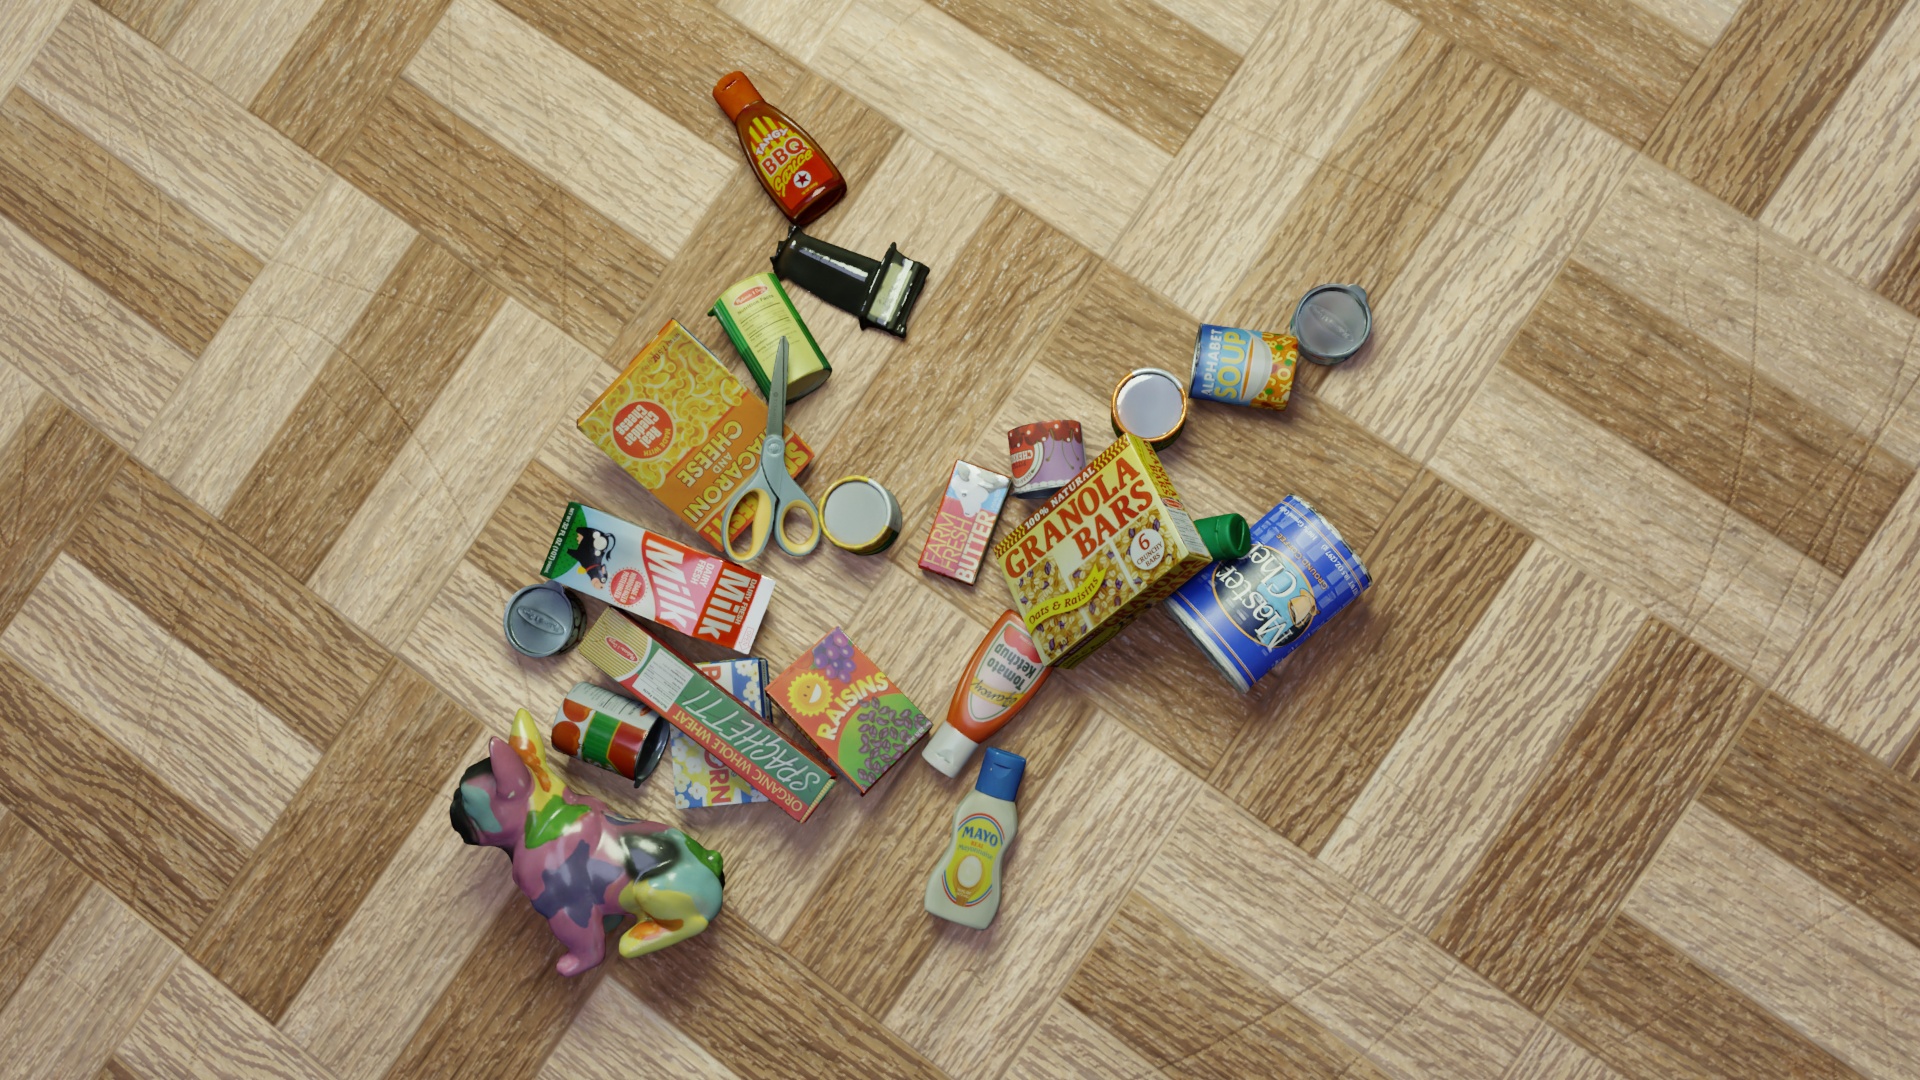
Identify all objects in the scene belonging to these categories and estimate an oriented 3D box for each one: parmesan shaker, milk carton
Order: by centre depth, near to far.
[{"bbox_3d":[-0.261,0.034,1.224,0.191,0.073,0.072,20,87,7],"label":"milk carton"},{"bbox_3d":[-0.170,-0.177,1.239,0.071,0.071,0.103,-32,83,3],"label":"parmesan shaker"}]

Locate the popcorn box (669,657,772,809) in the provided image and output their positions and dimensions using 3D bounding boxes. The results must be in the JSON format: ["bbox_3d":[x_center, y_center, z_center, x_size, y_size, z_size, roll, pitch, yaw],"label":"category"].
[{"bbox_3d":[-0.210,0.170,1.224,0.085,0.038,0.126,-6,84,5],"label":"popcorn box"}]

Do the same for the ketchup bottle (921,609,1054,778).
[{"bbox_3d":[0.024,0.135,1.200,0.065,0.043,0.149,36,90,2],"label":"ketchup bottle"}]

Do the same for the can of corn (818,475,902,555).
[{"bbox_3d":[-0.090,-0.020,1.219,0.071,0.058,0.071,-1,84,6],"label":"can of corn"}]

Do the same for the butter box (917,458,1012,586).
[{"bbox_3d":[0.004,-0.015,1.226,0.053,0.024,0.103,20,87,7],"label":"butter box"}]

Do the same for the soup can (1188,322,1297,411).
[{"bbox_3d":[0.242,-0.149,1.191,0.084,0.071,0.071,9,86,7],"label":"soup can"}]

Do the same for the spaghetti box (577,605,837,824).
[{"bbox_3d":[-0.216,0.149,1.191,0.250,0.028,0.050,36,89,8],"label":"spaghetti box"}]

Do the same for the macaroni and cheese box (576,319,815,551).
[{"bbox_3d":[-0.230,-0.090,1.213,0.123,0.040,0.166,-46,112,1],"label":"macaroni and cheese box"}]

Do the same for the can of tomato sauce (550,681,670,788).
[{"bbox_3d":[-0.307,0.170,1.220,0.083,0.071,0.071,19,87,8],"label":"can of tomato sauce"}]

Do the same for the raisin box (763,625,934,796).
[{"bbox_3d":[-0.097,0.148,1.203,0.086,0.040,0.123,-43,81,-16],"label":"raisin box"}]

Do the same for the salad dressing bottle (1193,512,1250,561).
[{"bbox_3d":[0.170,0.006,1.158,0.147,0.044,0.064,-11,52,42],"label":"salad dressing bottle"}]

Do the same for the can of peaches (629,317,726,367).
[{"bbox_3d":[-0.254,-0.157,1.243,0.071,0.071,0.058,44,92,8],"label":"can of peaches"}]

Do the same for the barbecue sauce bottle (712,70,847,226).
[{"bbox_3d":[-0.170,-0.361,1.268,0.065,0.043,0.148,-37,82,3],"label":"barbecue sauce bottle"}]

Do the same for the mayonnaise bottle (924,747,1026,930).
[{"bbox_3d":[0.018,0.253,1.190,0.065,0.041,0.148,17,87,8],"label":"mayonnaise bottle"}]

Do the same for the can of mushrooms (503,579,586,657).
[{"bbox_3d":[-0.373,0.070,1.253,0.071,0.033,0.071,-1,85,7],"label":"can of mushrooms"}]

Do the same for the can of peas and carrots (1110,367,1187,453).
[{"bbox_3d":[0.162,-0.110,1.202,0.071,0.058,0.071,-1,85,6],"label":"can of peas and carrots"}]

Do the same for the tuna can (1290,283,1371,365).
[{"bbox_3d":[0.322,-0.189,1.205,0.071,0.033,0.071,-1,85,6],"label":"tuna can"}]

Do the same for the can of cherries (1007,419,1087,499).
[{"bbox_3d":[0.074,-0.070,1.201,0.071,0.071,0.058,-7,84,5],"label":"can of cherries"}]

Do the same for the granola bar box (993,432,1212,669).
[{"bbox_3d":[0.114,0.011,1.147,0.165,0.039,0.124,-42,56,30],"label":"granola bar box"}]
